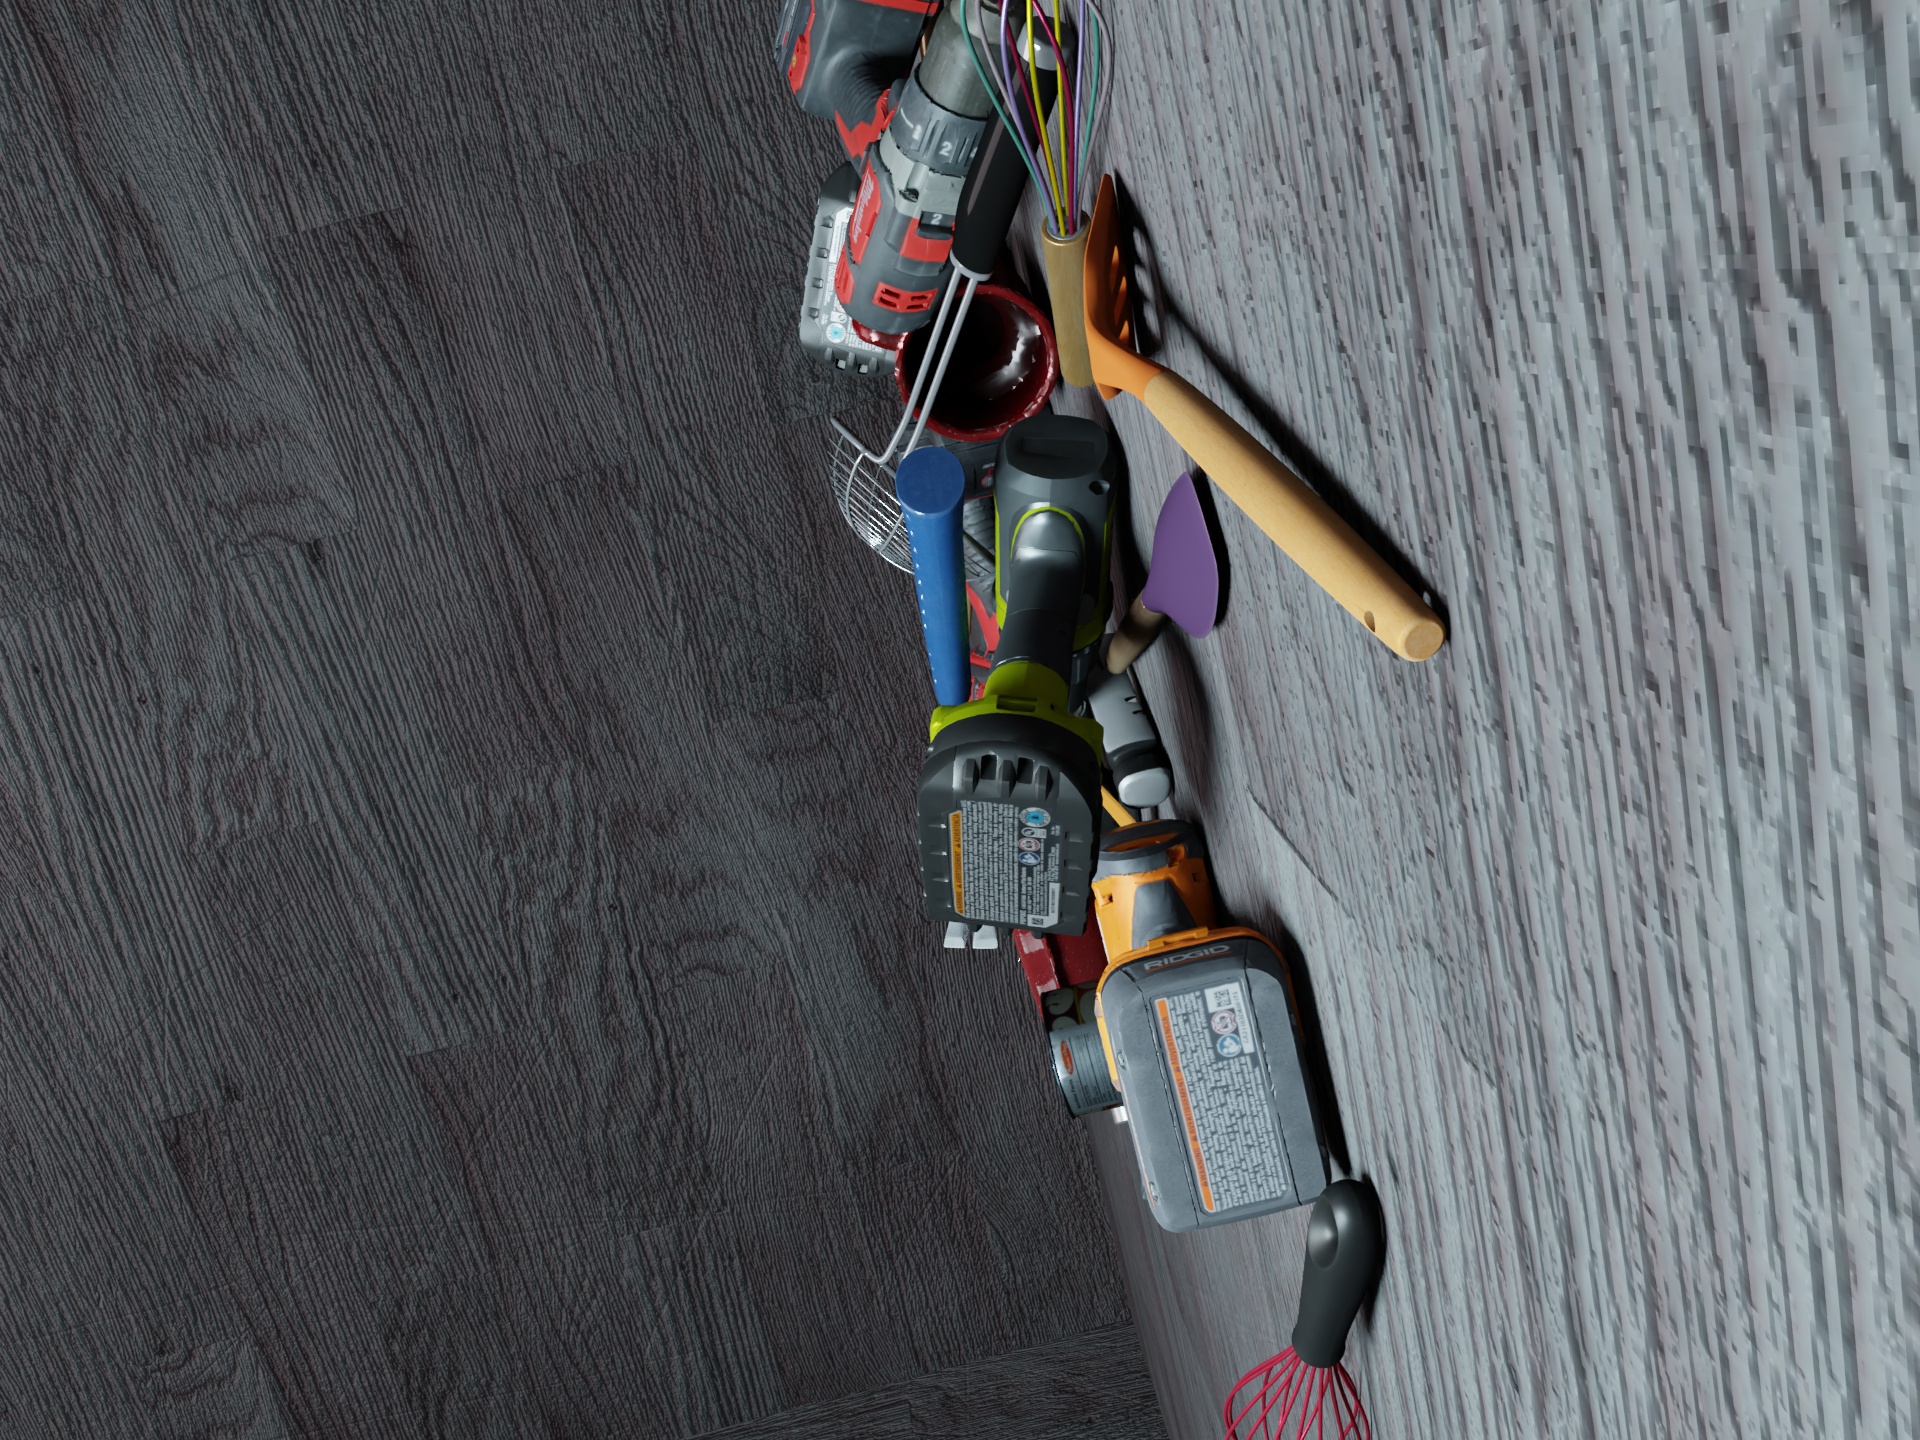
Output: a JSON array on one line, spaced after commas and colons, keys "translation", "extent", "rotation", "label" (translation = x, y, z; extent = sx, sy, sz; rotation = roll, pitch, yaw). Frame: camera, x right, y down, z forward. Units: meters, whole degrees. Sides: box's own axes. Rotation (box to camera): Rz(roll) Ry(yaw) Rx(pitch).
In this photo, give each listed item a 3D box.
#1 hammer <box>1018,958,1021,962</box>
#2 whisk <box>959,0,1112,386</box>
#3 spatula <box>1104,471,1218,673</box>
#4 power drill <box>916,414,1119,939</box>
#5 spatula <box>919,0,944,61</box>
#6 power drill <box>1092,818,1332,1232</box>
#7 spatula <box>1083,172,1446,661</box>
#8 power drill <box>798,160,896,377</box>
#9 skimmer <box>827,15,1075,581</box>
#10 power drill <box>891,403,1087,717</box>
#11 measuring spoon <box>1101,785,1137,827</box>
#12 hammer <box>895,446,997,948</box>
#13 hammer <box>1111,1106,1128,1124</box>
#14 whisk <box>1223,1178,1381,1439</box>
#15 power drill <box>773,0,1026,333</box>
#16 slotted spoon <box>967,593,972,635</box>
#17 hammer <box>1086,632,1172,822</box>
[{"translation": [0.126, 0.246, 1.224], "extent": [0.128, 0.033, 0.331], "rotation": [37, -176, -17], "label": "hammer"}, {"translation": [0.039, -0.215, 0.649], "extent": [0.244, 0.051, 0.047], "rotation": [72, 177, -63], "label": "whisk"}, {"translation": [0.090, -0.050, 0.749], "extent": [0.316, 0.018, 0.060], "rotation": [96, 159, -83], "label": "spatula"}, {"translation": [0.037, -0.010, 0.783], "extent": [0.190, 0.080, 0.229], "rotation": [88, -170, -48], "label": "power drill"}, {"translation": [-0.003, -0.393, 0.968], "extent": [0.082, 0.044, 0.317], "rotation": [-106, 7, -63], "label": "spatula"}, {"translation": [0.111, 0.150, 0.754], "extent": [0.226, 0.084, 0.164], "rotation": [-87, -17, -80], "label": "power drill"}, {"translation": [0.082, -0.101, 0.512], "extent": [0.323, 0.041, 0.081], "rotation": [-114, 9, -57], "label": "spatula"}, {"translation": [-0.051, -0.345, 1.123], "extent": [0.223, 0.080, 0.171], "rotation": [-79, 1, -61], "label": "power drill"}, {"translation": [0.007, -0.194, 0.791], "extent": [0.127, 0.090, 0.363], "rotation": [43, 146, 12], "label": "skimmer"}, {"translation": [0.029, -0.093, 1.038], "extent": [0.143, 0.078, 0.219], "rotation": [-157, 52, -69], "label": "power drill"}, {"translation": [0.089, 0.060, 0.876], "extent": [0.117, 0.011, 0.021], "rotation": [49, 162, 15], "label": "measuring spoon"}, {"translation": [-0.001, -0.003, 0.919], "extent": [0.405, 0.035, 0.144], "rotation": [83, -172, -58], "label": "hammer"}, {"translation": [0.153, 0.313, 1.539], "extent": [0.334, 0.035, 0.146], "rotation": [82, 173, -75], "label": "hammer"}, {"translation": [0.160, 0.290, 0.717], "extent": [0.073, 0.073, 0.295], "rotation": [-106, 9, -46], "label": "whisk"}, {"translation": [-0.029, -0.342, 0.829], "extent": [0.187, 0.080, 0.227], "rotation": [120, 144, -50], "label": "power drill"}, {"translation": [0.002, -0.211, 1.207], "extent": [0.070, 0.031, 0.313], "rotation": [-102, 12, -67], "label": "slotted spoon"}, {"translation": [0.112, 0.099, 1.022], "extent": [0.336, 0.034, 0.127], "rotation": [77, 177, -46], "label": "hammer"}]
